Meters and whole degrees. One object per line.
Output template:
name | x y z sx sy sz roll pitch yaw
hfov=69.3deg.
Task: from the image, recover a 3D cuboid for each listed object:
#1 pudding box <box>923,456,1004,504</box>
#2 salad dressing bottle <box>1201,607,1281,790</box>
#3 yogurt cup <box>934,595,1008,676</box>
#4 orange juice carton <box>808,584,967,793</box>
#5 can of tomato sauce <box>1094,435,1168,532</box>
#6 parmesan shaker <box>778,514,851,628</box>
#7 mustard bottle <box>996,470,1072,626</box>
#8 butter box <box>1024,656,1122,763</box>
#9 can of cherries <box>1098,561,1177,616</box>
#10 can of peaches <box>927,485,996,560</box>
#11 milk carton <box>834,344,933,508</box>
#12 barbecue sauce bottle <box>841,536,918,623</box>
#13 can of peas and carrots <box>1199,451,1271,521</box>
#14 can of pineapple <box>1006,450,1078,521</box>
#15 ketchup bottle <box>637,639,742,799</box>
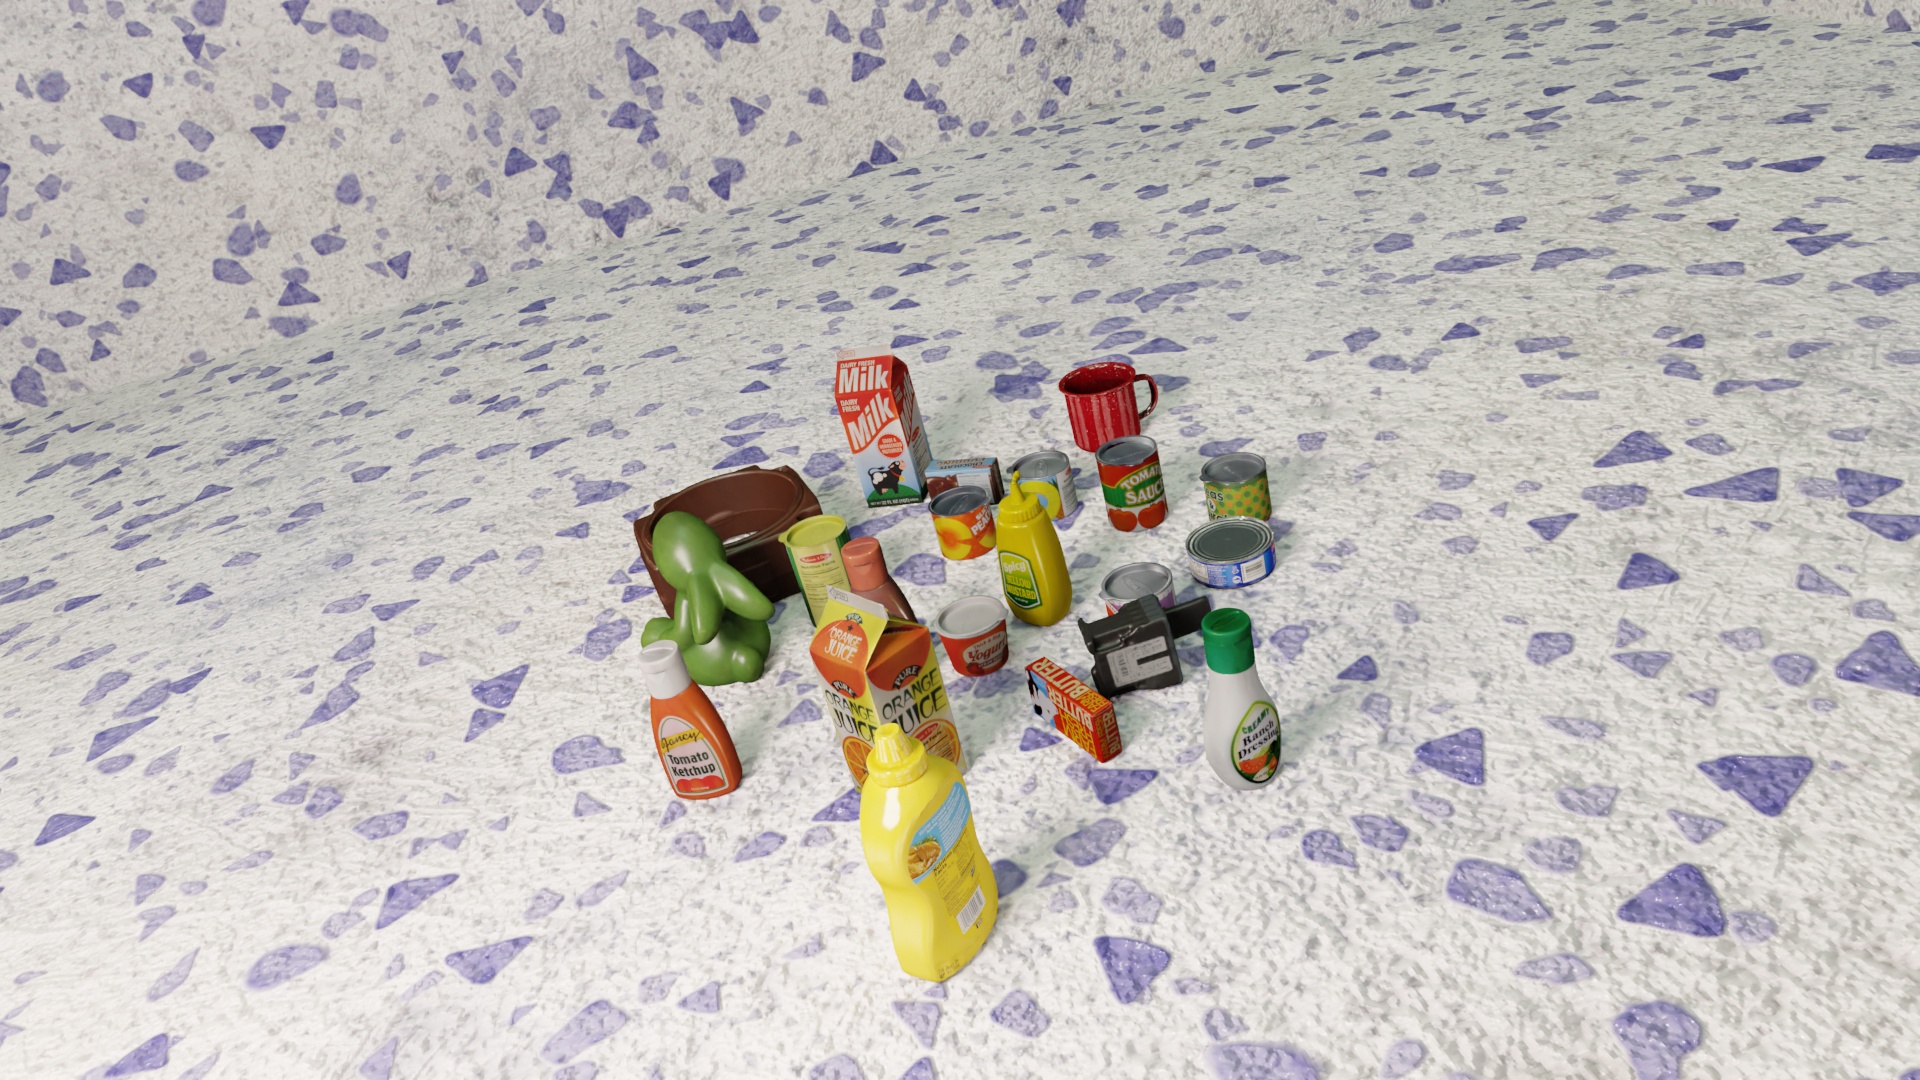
pudding box | 0.004 -0.067 1.602 0.083 0.049 0.030 -3 30 20
salad dressing bottle | 0.212 0.122 1.062 0.064 0.147 0.044 -28 31 -24
yogurt cup | 0.014 0.091 1.307 0.072 0.053 0.073 -11 28 6
orange juice carton | -0.062 0.124 1.137 0.073 0.191 0.072 -35 34 -33
can of tomato sauce | 0.183 -0.059 1.470 0.071 0.082 0.071 -11 28 6
parmesan shaker | -0.139 0.034 1.429 0.071 0.102 0.071 -11 28 6
mustard bottle | 0.064 0.005 1.327 0.065 0.159 0.049 12 38 41
butter box | 0.095 0.143 1.177 0.024 0.053 0.103 -27 30 -21
can of cherries | 0.165 0.062 1.285 0.071 0.058 0.072 -11 28 6
can of peaches | 0.005 -0.019 1.505 0.071 0.057 0.071 -11 28 6
milk carton | -0.091 -0.139 1.628 0.072 0.189 0.074 -5 30 18
barbecue sauce bottle | -0.075 0.068 1.291 0.065 0.148 0.044 -12 28 4
can of peas and carrots | 0.283 -0.050 1.432 0.071 0.058 0.071 -11 28 6
can of pineapple | 0.092 -0.060 1.539 0.071 0.057 0.071 -11 28 6
ketchup bottle | -0.240 0.156 1.207 0.065 0.148 0.044 -8 29 12
